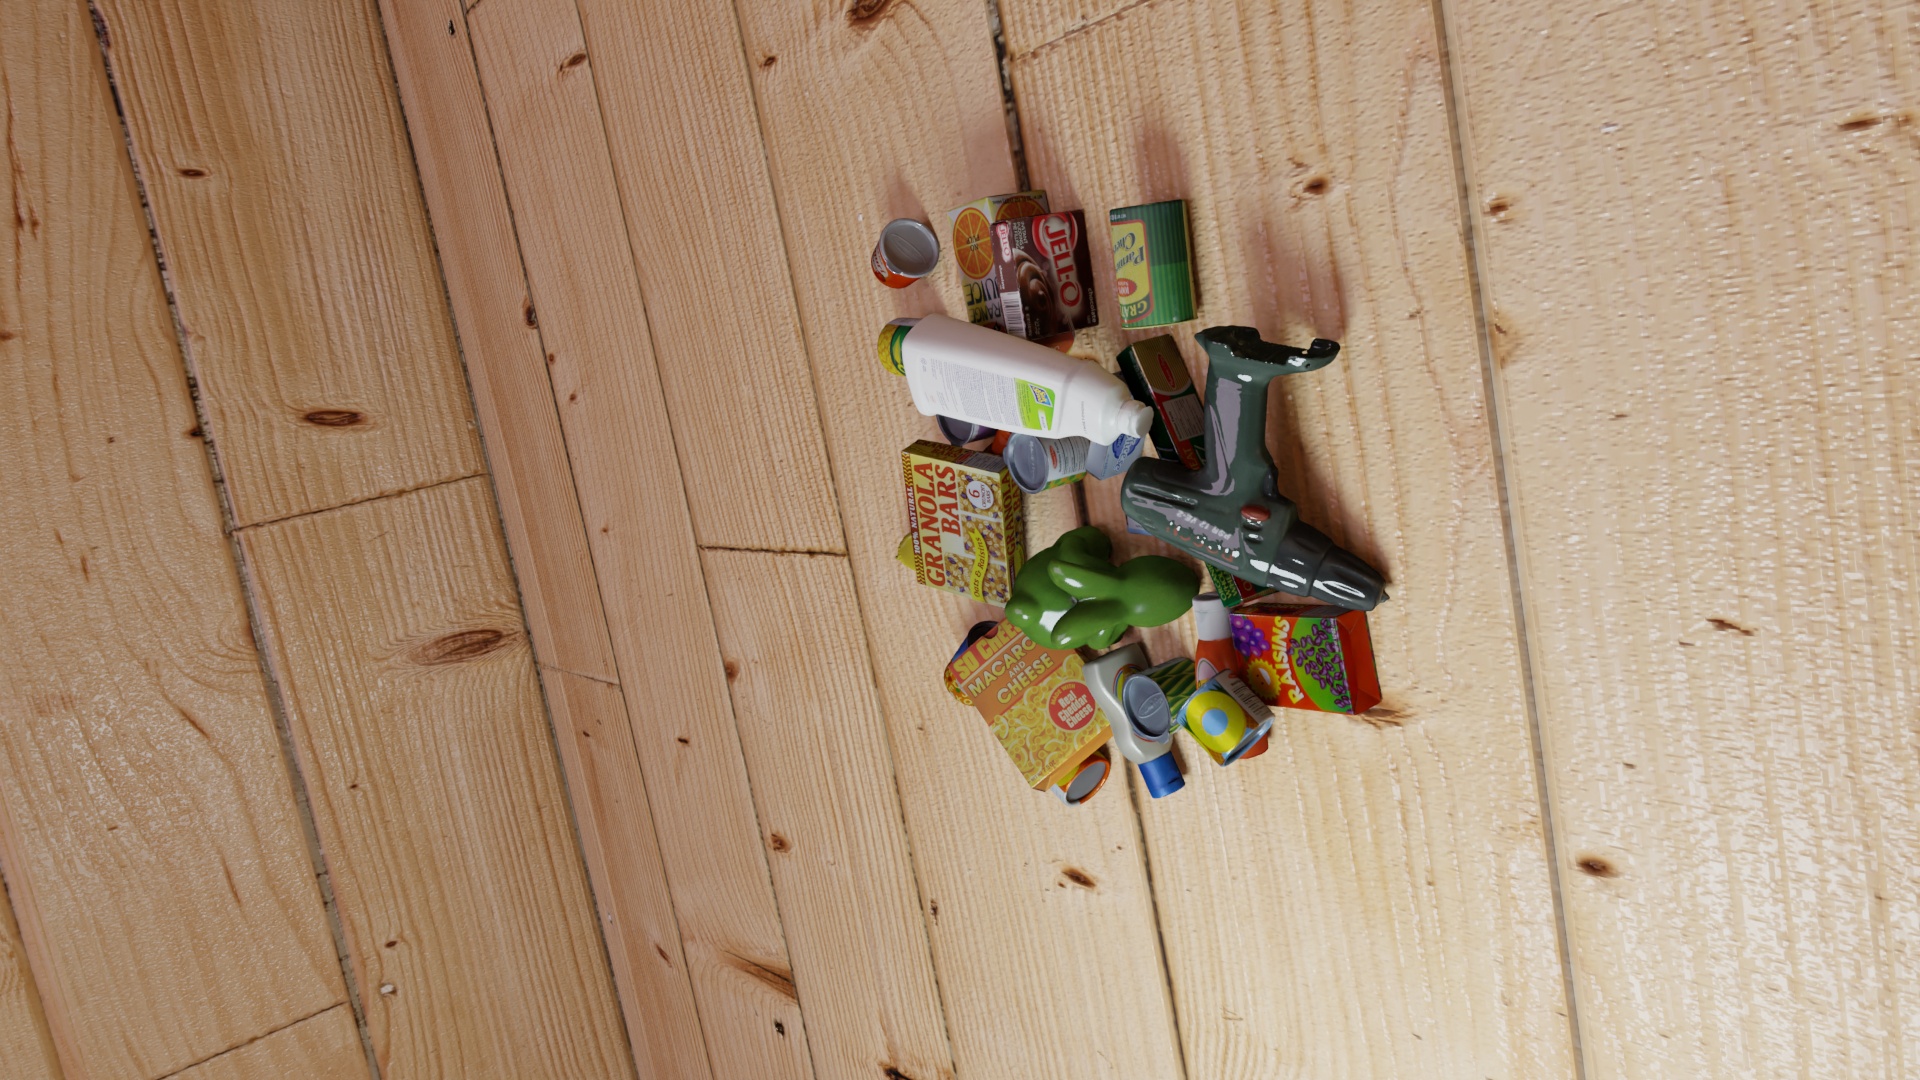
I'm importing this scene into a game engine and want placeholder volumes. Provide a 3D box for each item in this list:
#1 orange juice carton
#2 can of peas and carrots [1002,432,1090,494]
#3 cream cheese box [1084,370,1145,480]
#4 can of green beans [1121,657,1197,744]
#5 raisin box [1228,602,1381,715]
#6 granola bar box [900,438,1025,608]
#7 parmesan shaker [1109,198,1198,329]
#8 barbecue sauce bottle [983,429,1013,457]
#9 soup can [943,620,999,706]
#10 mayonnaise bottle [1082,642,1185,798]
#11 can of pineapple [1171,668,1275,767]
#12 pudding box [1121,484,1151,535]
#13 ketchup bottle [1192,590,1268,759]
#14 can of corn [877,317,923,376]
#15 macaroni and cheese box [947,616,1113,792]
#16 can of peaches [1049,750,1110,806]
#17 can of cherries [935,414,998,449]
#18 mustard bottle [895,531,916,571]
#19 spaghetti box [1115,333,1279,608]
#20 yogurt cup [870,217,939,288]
[{"bbox_3d":[0.053,-0.238,1.355,0.073,0.072,0.192,-2,102,56],"label":"orange juice carton"},{"bbox_3d":[0.086,-0.085,1.384,0.071,0.059,0.070,28,126,48],"label":"can of peas and carrots"},{"bbox_3d":[0.150,-0.110,1.286,0.024,0.053,0.103,38,133,36],"label":"cream cheese box"},{"bbox_3d":[0.197,0.151,1.325,0.071,0.058,0.071,27,125,47],"label":"can of green beans"},{"bbox_3d":[0.291,0.099,1.184,0.123,0.040,0.086,-1,104,56],"label":"raisin box"},{"bbox_3d":[0.005,-0.018,1.471,0.124,0.039,0.164,14,126,30],"label":"granola bar box"},{"bbox_3d":[0.165,-0.238,1.198,0.071,0.071,0.103,8,110,54],"label":"parmesan shaker"},{"bbox_3d":[0.039,-0.069,1.473,0.065,0.044,0.147,46,138,23],"label":"barbecue sauce bottle"},{"bbox_3d":[0.024,0.142,1.562,0.071,0.071,0.083,58,144,22],"label":"soup can"},{"bbox_3d":[0.176,0.179,1.368,0.041,0.065,0.148,-31,82,61],"label":"mayonnaise bottle"},{"bbox_3d":[0.229,0.155,1.204,0.058,0.071,0.070,47,139,23],"label":"can of pineapple"},{"bbox_3d":[0.189,-0.029,1.285,0.083,0.030,0.049,9,110,54],"label":"pudding box"},{"bbox_3d":[0.241,0.121,1.263,0.064,0.044,0.148,3,106,58],"label":"ketchup bottle"},{"bbox_3d":[-0.049,-0.208,1.520,0.058,0.071,0.071,16,117,53],"label":"can of corn"},{"bbox_3d":[0.081,0.157,1.451,0.123,0.040,0.167,-41,62,8],"label":"macaroni and cheese box"},{"bbox_3d":[0.118,0.238,1.473,0.058,0.071,0.070,43,136,37],"label":"can of peaches"},{"bbox_3d":[0.016,-0.136,1.465,0.071,0.058,0.071,27,125,46],"label":"can of cherries"},{"bbox_3d":[-0.032,0.008,1.605,0.160,0.049,0.065,-10,99,57],"label":"mustard bottle"},{"bbox_3d":[0.209,-0.061,1.224,0.028,0.050,0.250,-35,75,57],"label":"spaghetti box"},{"bbox_3d":[-0.063,-0.307,1.502,0.053,0.072,0.072,-30,79,64],"label":"yogurt cup"}]
